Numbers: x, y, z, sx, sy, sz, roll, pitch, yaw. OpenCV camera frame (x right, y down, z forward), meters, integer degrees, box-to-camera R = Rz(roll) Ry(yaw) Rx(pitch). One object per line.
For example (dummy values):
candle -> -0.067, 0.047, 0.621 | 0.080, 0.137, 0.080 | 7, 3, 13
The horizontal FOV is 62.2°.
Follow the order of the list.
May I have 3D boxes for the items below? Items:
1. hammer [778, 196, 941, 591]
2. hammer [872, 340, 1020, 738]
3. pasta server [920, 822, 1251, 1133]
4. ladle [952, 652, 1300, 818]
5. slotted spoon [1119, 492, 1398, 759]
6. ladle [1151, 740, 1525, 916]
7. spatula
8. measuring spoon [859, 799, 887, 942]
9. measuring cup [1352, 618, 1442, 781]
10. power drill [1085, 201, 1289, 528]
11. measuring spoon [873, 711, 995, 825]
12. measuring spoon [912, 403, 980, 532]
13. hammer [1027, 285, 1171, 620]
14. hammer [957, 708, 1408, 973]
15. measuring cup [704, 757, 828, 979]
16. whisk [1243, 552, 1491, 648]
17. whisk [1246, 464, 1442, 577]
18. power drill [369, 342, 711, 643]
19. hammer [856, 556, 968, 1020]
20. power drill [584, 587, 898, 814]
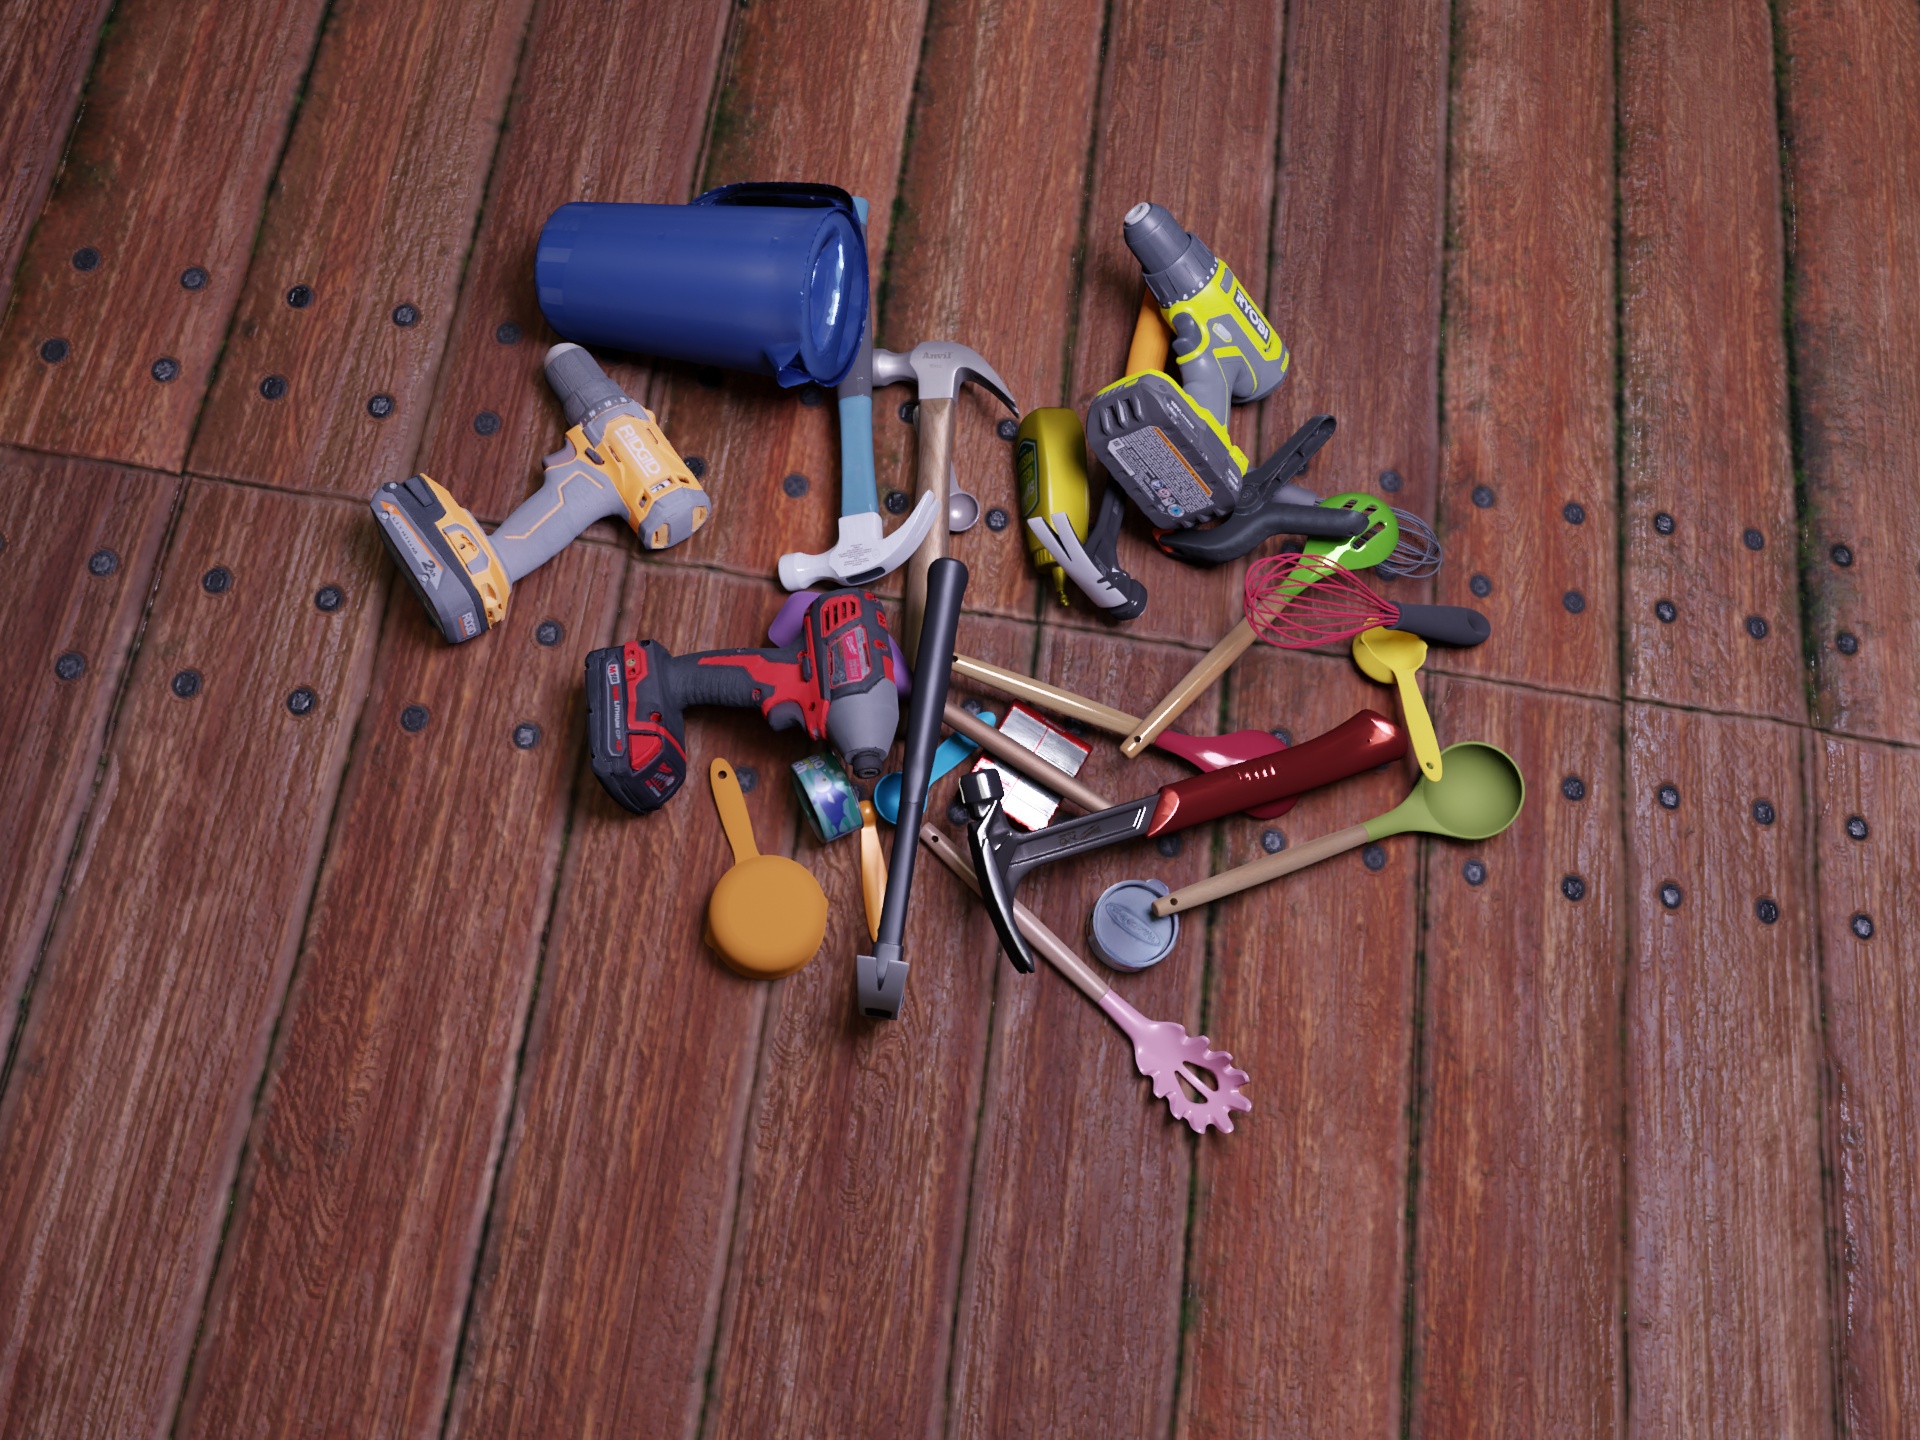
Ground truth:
hammer -> -0.087, -0.268, 1.278 | 0.128, 0.033, 0.331 | -7, 75, 13
hammer -> -0.022, -0.147, 1.266 | 0.130, 0.031, 0.331 | 0, 76, 12
pasta server -> 0.087, 0.186, 1.185 | 0.316, 0.040, 0.060 | 43, 83, 7
ladle -> 0.127, 0.002, 1.235 | 0.315, 0.031, 0.069 | 20, 72, -7
slotted spoon -> 0.235, -0.077, 1.247 | 0.070, 0.031, 0.314 | 42, 75, 16
ladle -> 0.292, 0.091, 1.219 | 0.320, 0.062, 0.078 | -17, 73, -18
spatula -> -0.002, -0.004, 1.207 | 0.316, 0.018, 0.060 | 32, 84, 2
measuring spoon -> -0.064, 0.116, 1.199 | 0.021, 0.011, 0.117 | -6, 74, -10
measuring cup -> 0.353, -0.014, 1.271 | 0.062, 0.029, 0.157 | 4, 58, -18
power drill -> 0.175, -0.284, 1.261 | 0.190, 0.080, 0.229 | 44, 49, -30
measuring spoon -> -0.019, 0.036, 1.232 | 0.128, 0.021, 0.042 | -42, 90, -27
measuring spoon -> -0.014, -0.207, 1.308 | 0.034, 0.018, 0.124 | -22, 70, 5
hammer -> 0.136, -0.252, 1.294 | 0.127, 0.034, 0.337 | 41, 53, -39
hammer -> 0.180, 0.069, 1.192 | 0.359, 0.036, 0.149 | -15, 84, -18
measuring cup -> -0.154, 0.103, 1.168 | 0.095, 0.052, 0.174 | -16, 78, -13
whisk -> 0.323, -0.085, 1.239 | 0.295, 0.073, 0.073 | 4, 70, -38
whisk -> 0.290, -0.177, 1.326 | 0.239, 0.055, 0.055 | 22, 71, 4
power drill -> -0.333, -0.182, 1.222 | 0.226, 0.084, 0.185 | -31, 77, -20
hammer -> -0.033, 0.044, 1.140 | 0.035, 0.146, 0.335 | 9, 77, 0
power drill -> -0.153, -0.008, 1.154 | 0.219, 0.078, 0.143 | -12, 64, 4
